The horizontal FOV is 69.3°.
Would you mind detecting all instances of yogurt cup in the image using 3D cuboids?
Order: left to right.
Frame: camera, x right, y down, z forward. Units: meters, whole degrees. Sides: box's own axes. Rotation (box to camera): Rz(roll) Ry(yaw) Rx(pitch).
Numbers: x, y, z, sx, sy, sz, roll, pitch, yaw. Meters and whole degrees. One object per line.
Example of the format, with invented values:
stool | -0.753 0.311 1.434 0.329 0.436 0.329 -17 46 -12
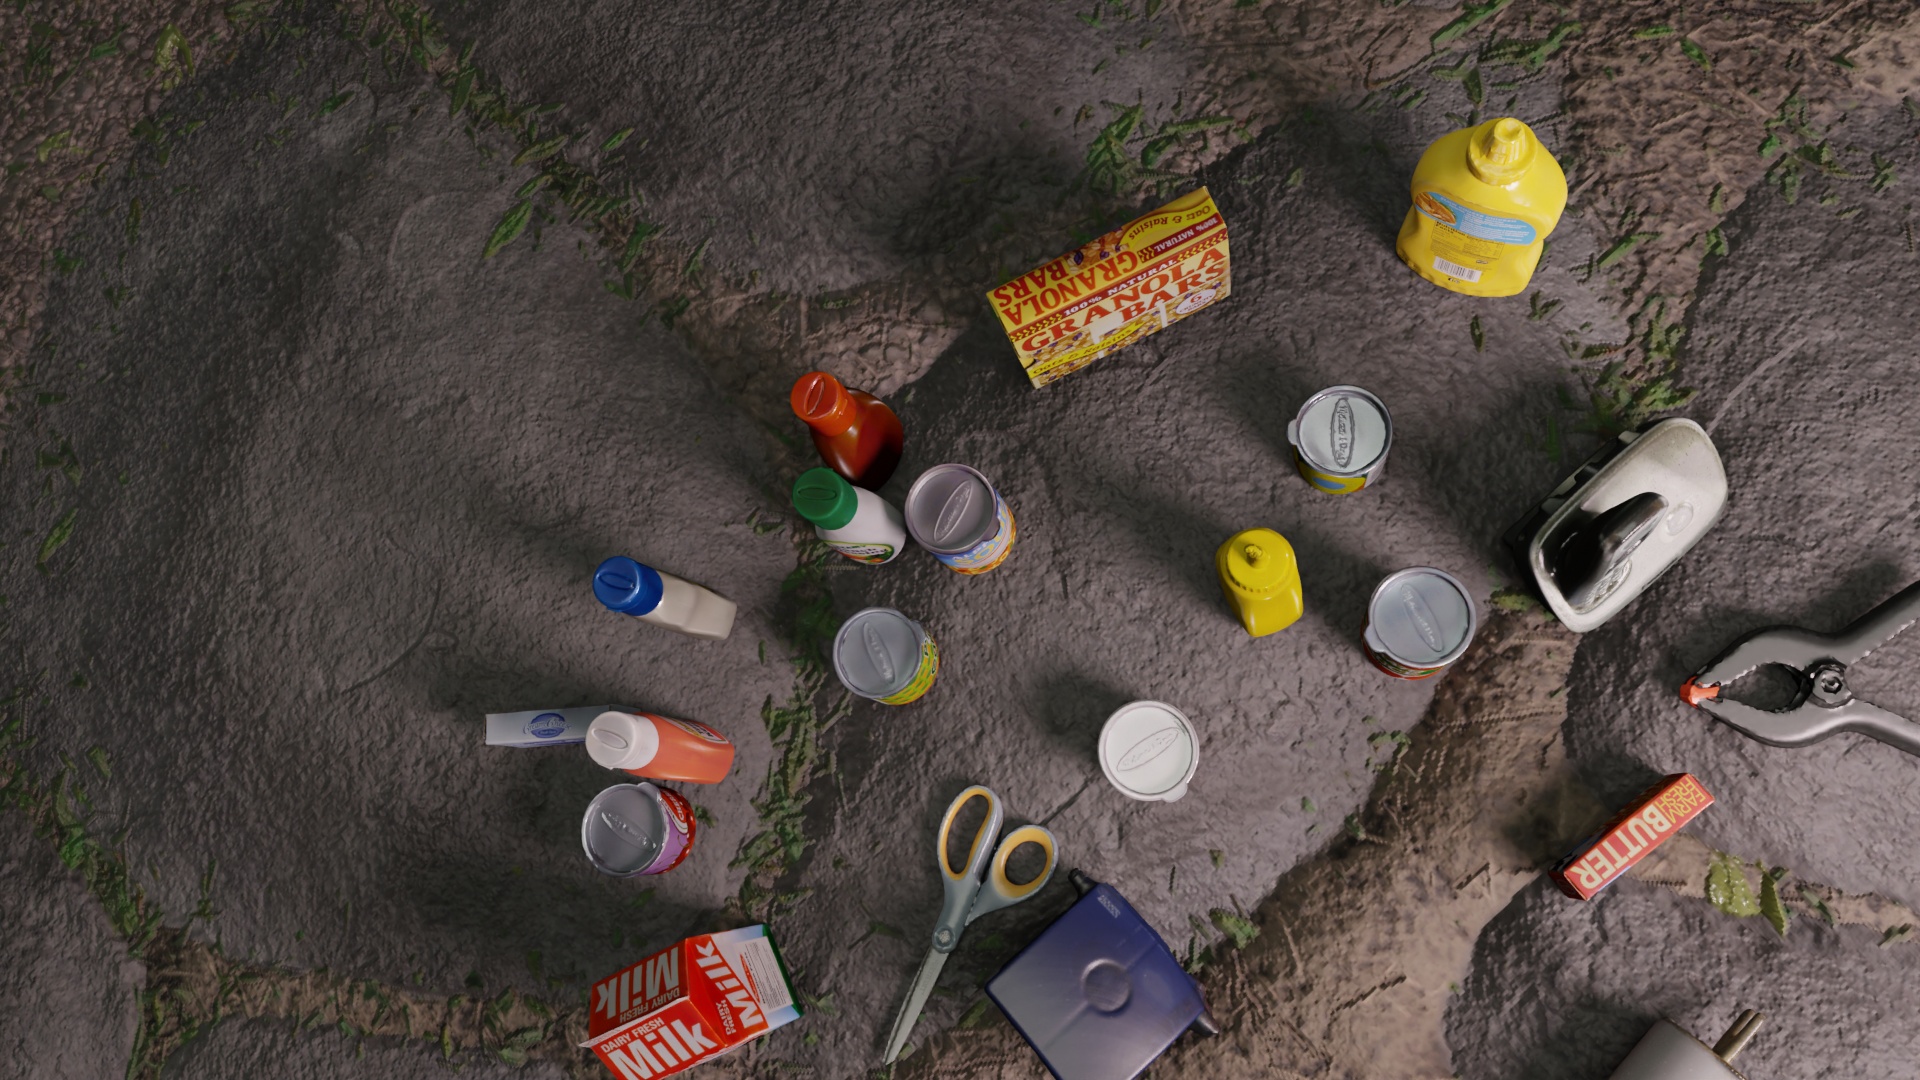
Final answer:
yogurt cup | 0.131 0.145 0.957 0.072 0.054 0.072 -3 77 12

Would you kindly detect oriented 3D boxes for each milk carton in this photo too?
milk carton | -0.177 0.306 0.916 0.072 0.190 0.073 -27 74 6

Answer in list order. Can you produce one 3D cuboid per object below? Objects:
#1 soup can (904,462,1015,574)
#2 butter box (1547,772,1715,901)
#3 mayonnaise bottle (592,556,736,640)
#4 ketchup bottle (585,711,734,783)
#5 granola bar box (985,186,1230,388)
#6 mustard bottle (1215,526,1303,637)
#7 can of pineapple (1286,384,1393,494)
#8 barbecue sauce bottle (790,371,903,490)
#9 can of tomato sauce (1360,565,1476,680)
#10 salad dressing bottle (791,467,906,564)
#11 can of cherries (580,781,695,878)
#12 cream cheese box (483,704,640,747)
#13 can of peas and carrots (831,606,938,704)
soup can | 0.004 -0.013 1.004 0.071 0.083 0.071 -3 78 12
butter box | 0.425 0.188 0.885 0.103 0.053 0.024 -39 73 2
mayonnaise bottle | -0.216 0.042 1.005 0.065 0.148 0.041 15 82 15
ketchup bottle | -0.215 0.146 0.982 0.065 0.148 0.043 20 83 16
granola bar box | 0.111 -0.177 0.996 0.165 0.124 0.039 -25 74 6
mustard bottle | 0.197 0.023 0.915 0.049 0.160 0.065 -25 74 6
can of pineapple | 0.265 -0.070 0.974 0.071 0.058 0.071 -3 78 12
barbecue sauce bottle | -0.082 -0.082 1.004 0.044 0.148 0.065 18 83 15
can of tomato sauce | 0.301 0.058 0.925 0.071 0.083 0.071 -3 78 12
salad dressing bottle | -0.080 -0.017 0.990 0.064 0.147 0.044 5 79 13
can of cherries | -0.233 0.211 1.019 0.071 0.058 0.071 -3 78 12
cream cheese box | -0.300 0.141 1.051 0.104 0.053 0.024 -6 77 11
can of peas and carrots | -0.051 0.083 1.008 0.071 0.058 0.071 -3 78 12
